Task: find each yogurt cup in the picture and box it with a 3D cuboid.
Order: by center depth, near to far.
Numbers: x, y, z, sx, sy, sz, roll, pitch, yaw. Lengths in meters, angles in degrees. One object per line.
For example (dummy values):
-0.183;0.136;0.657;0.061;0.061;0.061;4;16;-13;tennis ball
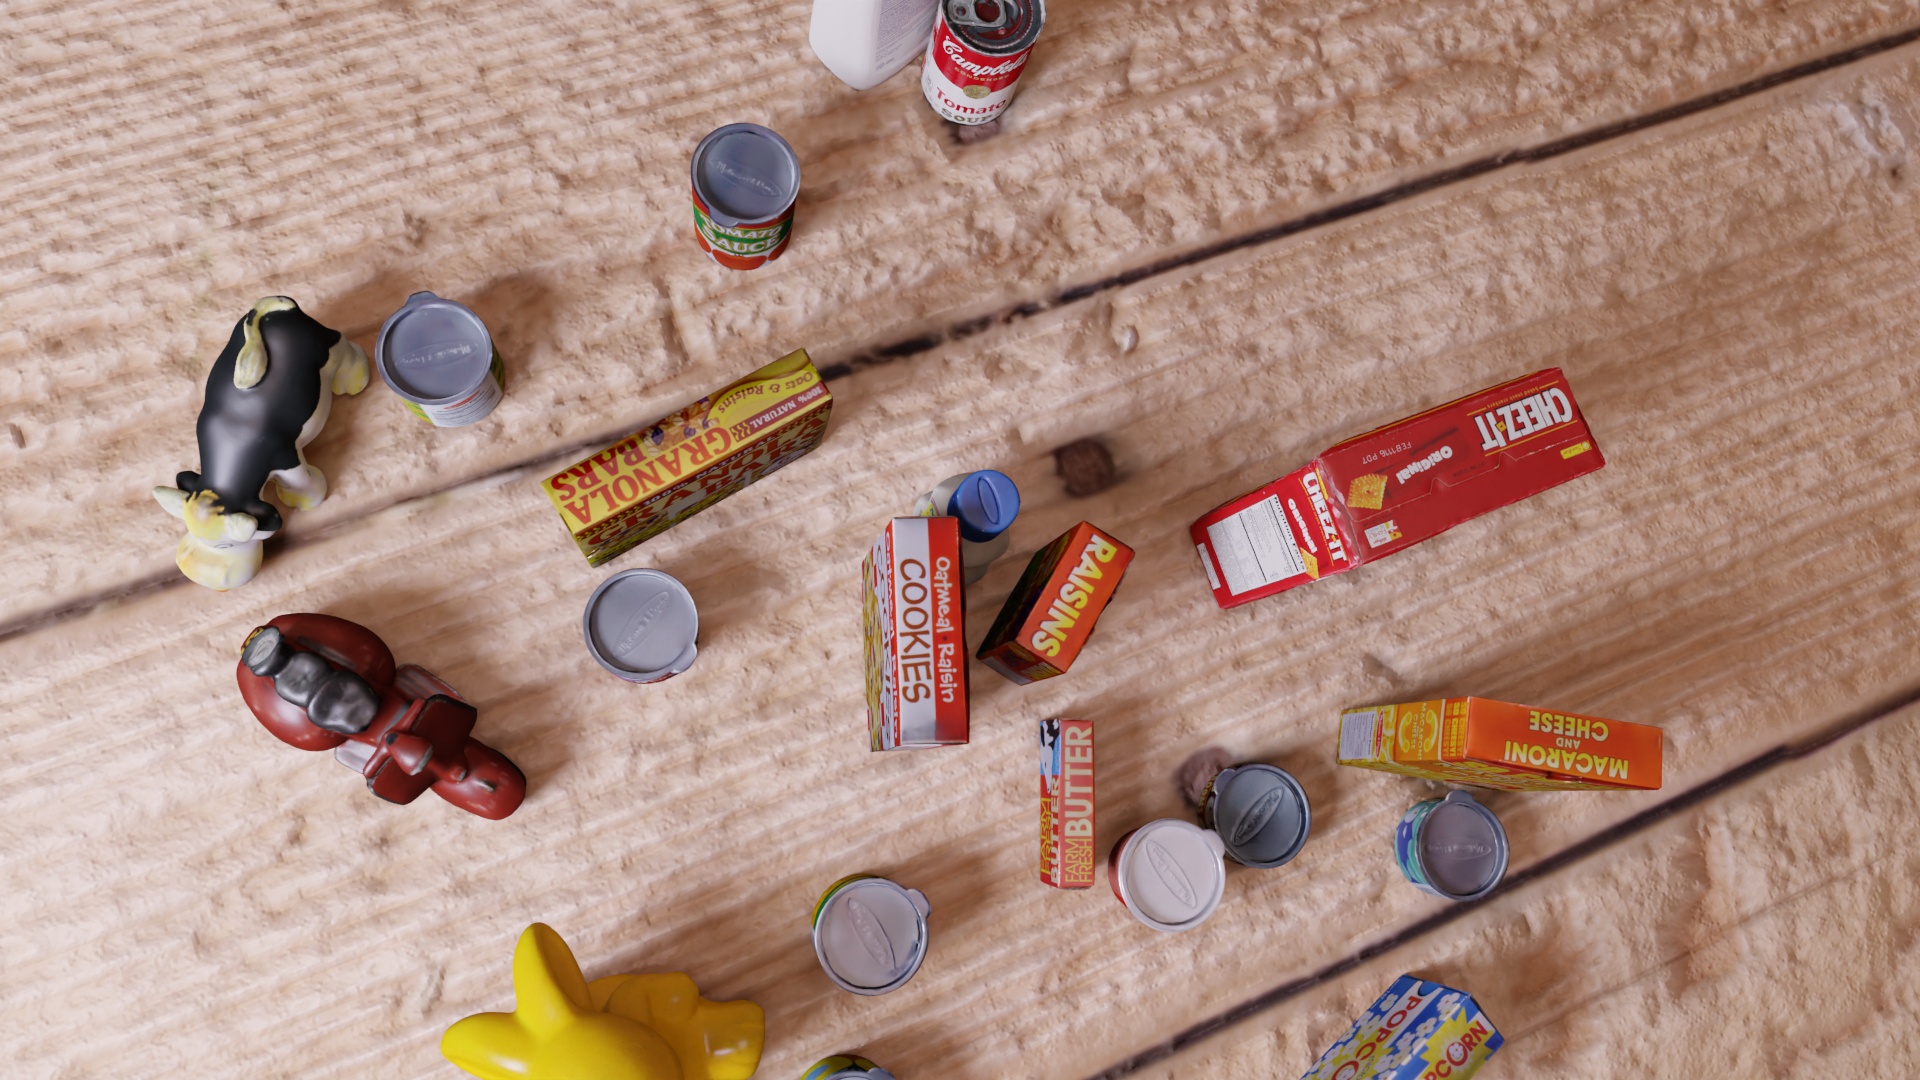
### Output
0.125;0.208;0.870;0.072;0.054;0.072;2;80;-10;yogurt cup

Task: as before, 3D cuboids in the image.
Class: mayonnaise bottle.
0.003;-0.011;0.840;0.041;0.148;0.065;-17;84;-12;mayonnaise bottle

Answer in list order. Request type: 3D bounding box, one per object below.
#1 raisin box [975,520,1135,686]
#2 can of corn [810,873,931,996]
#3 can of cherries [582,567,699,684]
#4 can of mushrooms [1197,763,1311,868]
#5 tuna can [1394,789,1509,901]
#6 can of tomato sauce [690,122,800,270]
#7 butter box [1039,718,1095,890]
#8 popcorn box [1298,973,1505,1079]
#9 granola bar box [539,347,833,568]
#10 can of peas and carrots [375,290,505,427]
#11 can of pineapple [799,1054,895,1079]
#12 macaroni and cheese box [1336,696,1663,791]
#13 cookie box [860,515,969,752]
0.056;0.042;0.852;0.040;0.123;0.086;33;76;-3;raisin box
-0.053;0.232;0.831;0.071;0.058;0.071;2;80;-10;can of corn
-0.190;0.055;0.840;0.071;0.058;0.071;2;80;-10;can of cherries
0.188;0.176;0.897;0.071;0.033;0.071;2;80;-10;can of mushrooms
0.323;0.200;0.917;0.071;0.032;0.071;2;80;-10;tuna can
-0.138;-0.215;0.886;0.071;0.083;0.071;2;80;-10;can of tomato sauce
0.066;0.163;0.868;0.024;0.053;0.103;2;79;-10;butter box
0.262;0.329;0.855;0.127;0.085;0.038;-39;89;-14;popcorn box
-0.159;-0.046;0.830;0.166;0.124;0.039;-30;87;-14;granola bar box
-0.316;-0.109;0.847;0.071;0.058;0.071;2;80;-10;can of peas and carrots
-0.065;0.337;0.810;0.071;0.057;0.071;2;80;-10;can of pineapple
0.328;0.129;0.862;0.124;0.166;0.040;10;79;-8;macaroni and cheese box
-0.029;0.060;0.811;0.040;0.167;0.123;-1;80;-10;cookie box
